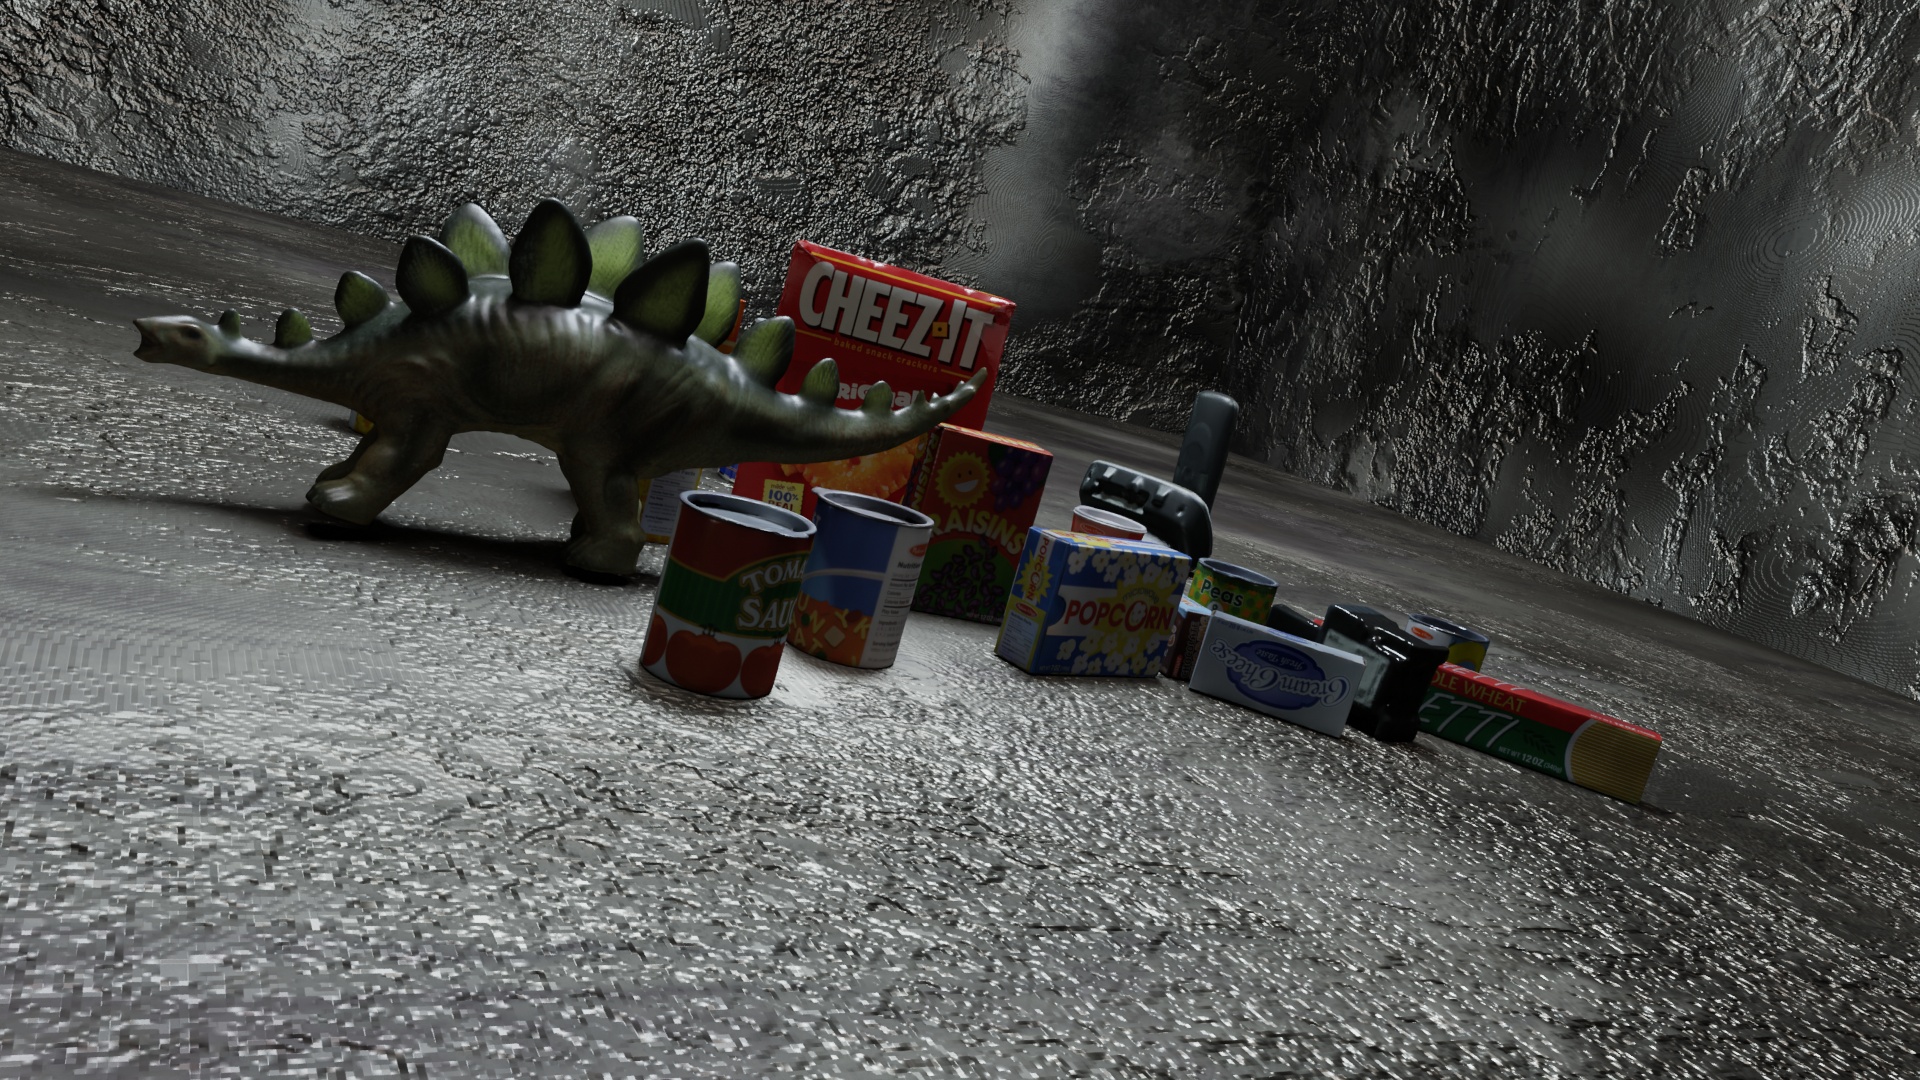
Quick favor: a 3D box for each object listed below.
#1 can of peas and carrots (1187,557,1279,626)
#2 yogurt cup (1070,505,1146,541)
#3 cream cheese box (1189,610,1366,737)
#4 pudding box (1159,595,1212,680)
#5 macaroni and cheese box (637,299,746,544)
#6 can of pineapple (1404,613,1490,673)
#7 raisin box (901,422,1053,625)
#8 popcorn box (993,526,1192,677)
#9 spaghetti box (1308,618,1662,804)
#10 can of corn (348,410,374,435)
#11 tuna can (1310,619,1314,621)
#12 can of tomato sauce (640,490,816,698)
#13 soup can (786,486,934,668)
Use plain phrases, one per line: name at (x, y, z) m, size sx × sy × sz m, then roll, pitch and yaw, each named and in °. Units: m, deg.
can of peas and carrots at (0.212, 0.052, 1.104) m, size 0.071 × 0.058 × 0.071 m, roll 16°, pitch 9°, yaw -3°
yogurt cup at (0.128, 0.005, 1.249) m, size 0.072 × 0.054 × 0.072 m, roll 16°, pitch 9°, yaw -3°
cream cheese box at (0.207, 0.087, 0.912) m, size 0.104 × 0.053 × 0.024 m, roll 18°, pitch 9°, yaw 10°
pudding box at (0.145, 0.061, 0.970) m, size 0.030 × 0.049 × 0.084 m, roll 12°, pitch 10°, yaw -22°
macaroni and cheese box at (-0.206, -0.095, 0.936) m, size 0.040 × 0.166 × 0.124 m, roll 9°, pitch 11°, yaw -36°
can of pineapple at (0.393, 0.098, 1.138) m, size 0.071 × 0.057 × 0.071 m, roll 16°, pitch 9°, yaw -3°
raisin box at (0.003, -0.012, 0.934) m, size 0.086 × 0.123 × 0.040 m, roll 12°, pitch 10°, yaw -24°
popcorn box at (0.087, 0.041, 0.886) m, size 0.127 × 0.085 × 0.038 m, roll 7°, pitch 13°, yaw -44°
spaghetti box at (0.361, 0.119, 0.991) m, size 0.250 × 0.050 × 0.029 m, roll 19°, pitch 10°, yaw 17°
can of corn at (-0.396, -0.102, 0.995) m, size 0.071 × 0.058 × 0.071 m, roll 16°, pitch 9°, yaw -3°
tuna can at (0.289, 0.087, 1.107) m, size 0.071 × 0.032 × 0.071 m, roll 16°, pitch 10°, yaw -3°
can of tomato sauce at (-0.109, 0.026, 0.661) m, size 0.071 × 0.083 × 0.071 m, roll 16°, pitch 9°, yaw -3°
soup can at (-0.060, 0.020, 0.772) m, size 0.071 × 0.083 × 0.071 m, roll 16°, pitch 9°, yaw -3°
